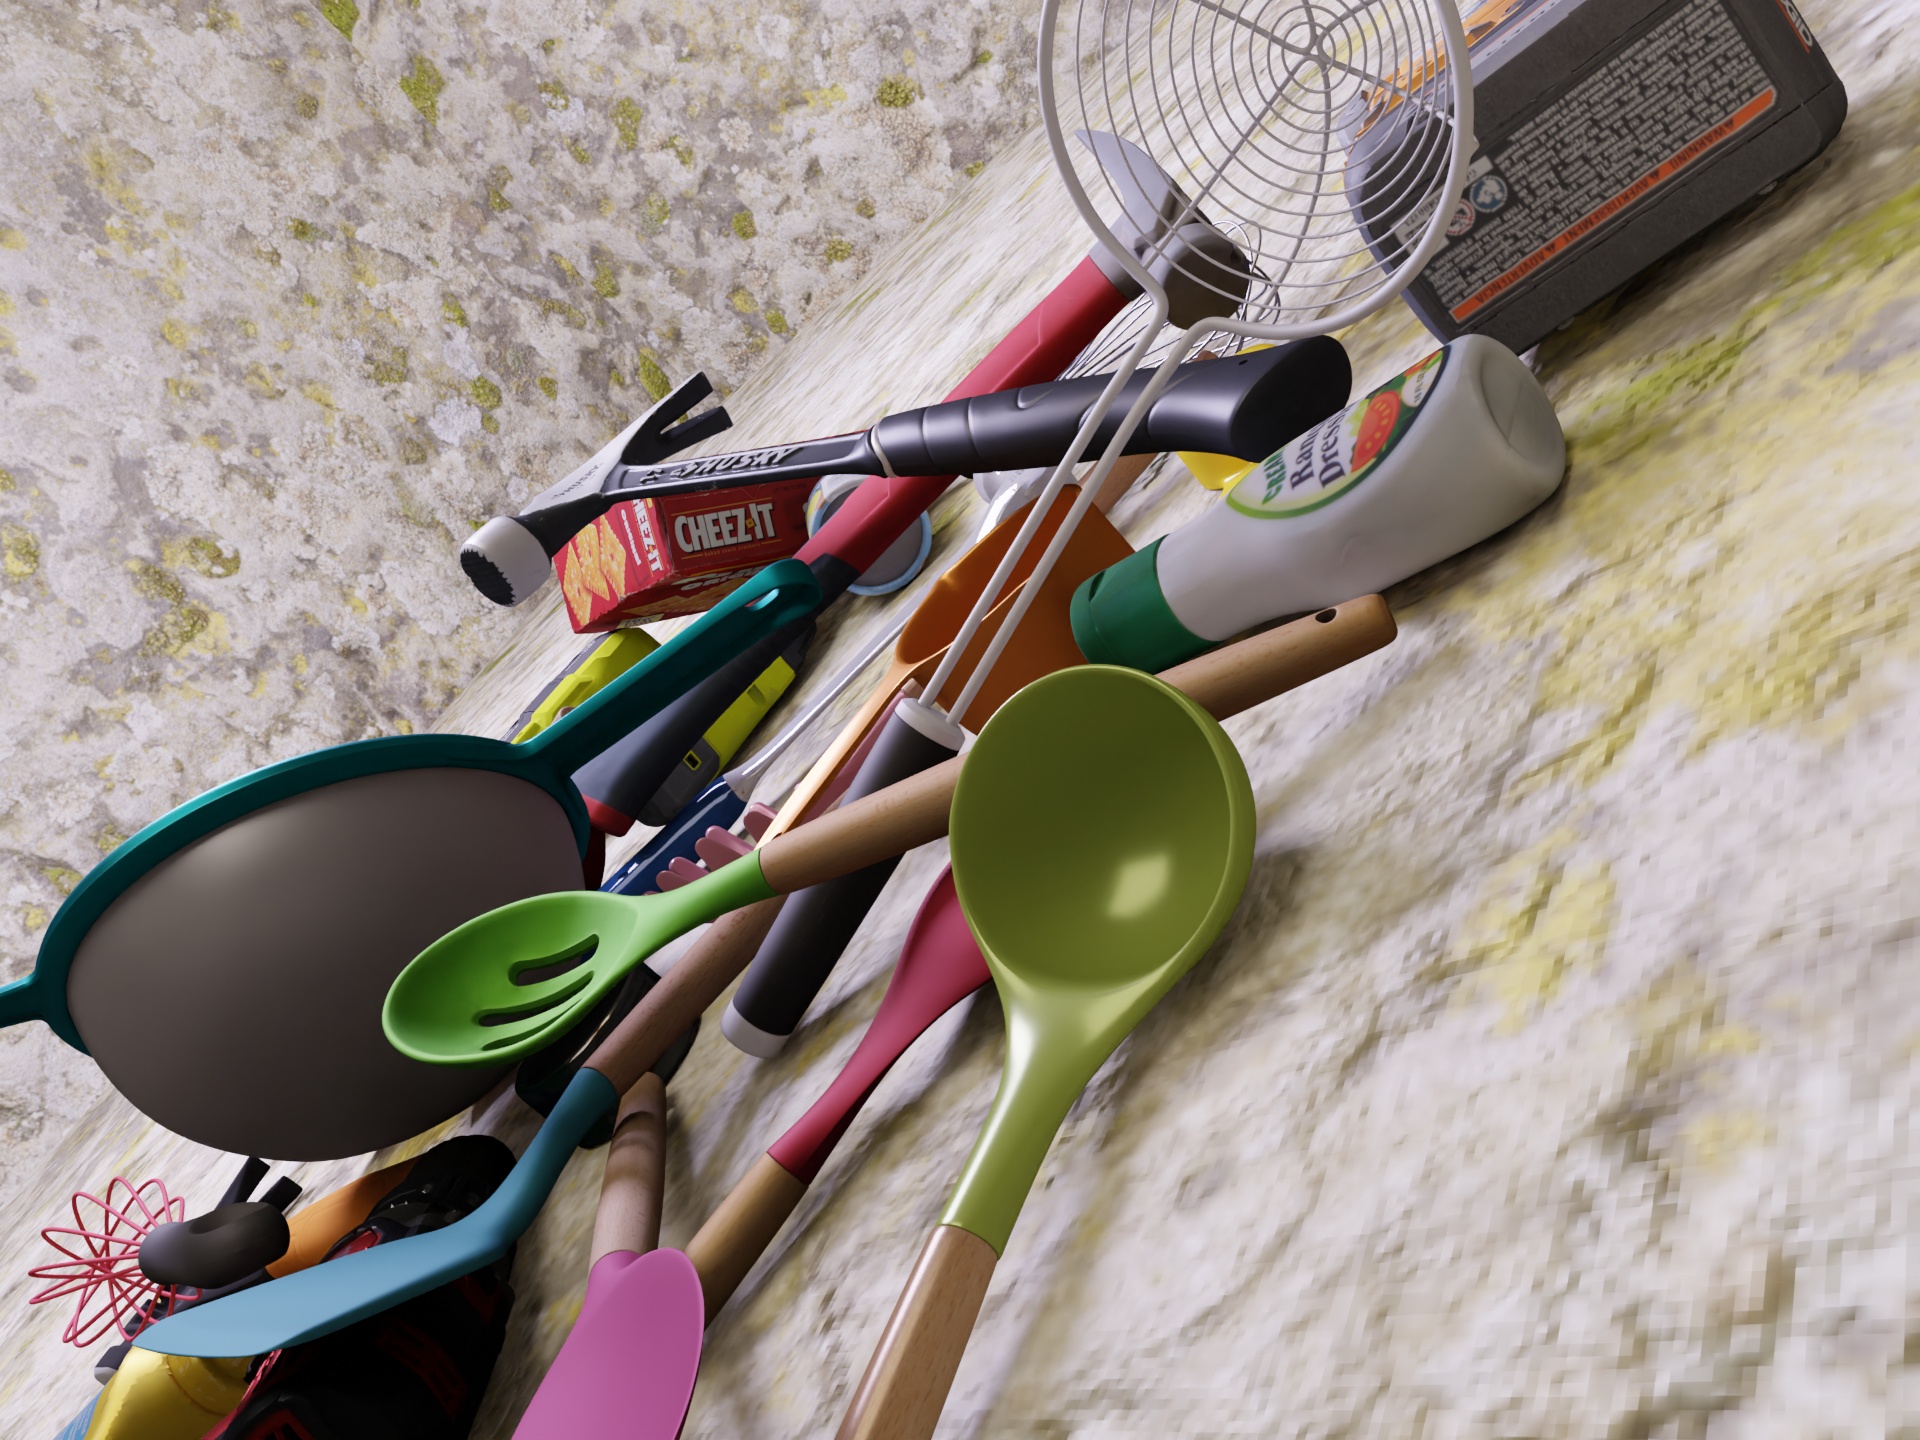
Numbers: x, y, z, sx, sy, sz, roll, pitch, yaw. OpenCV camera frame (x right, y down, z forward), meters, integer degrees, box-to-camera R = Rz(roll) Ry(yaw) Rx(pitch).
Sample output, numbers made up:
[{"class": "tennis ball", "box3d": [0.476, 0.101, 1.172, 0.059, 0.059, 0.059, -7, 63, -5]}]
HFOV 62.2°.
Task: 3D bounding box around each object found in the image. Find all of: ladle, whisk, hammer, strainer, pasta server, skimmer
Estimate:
[{"class": "ladle", "box3d": [-0.060, 0.137, 0.409, 0.315, 0.031, 0.069, -51, 16, -12]}, {"class": "whisk", "box3d": [0.062, -0.169, 0.783, 0.070, 0.070, 0.284, -53, 14, -23]}, {"class": "hammer", "box3d": [-0.290, 0.229, 0.716, 0.337, 0.034, 0.127, -29, 24, 42]}, {"class": "strainer", "box3d": [-0.176, 0.070, 0.604, 0.340, 0.095, 0.210, -35, -27, 7]}, {"class": "hammer", "box3d": [-0.047, -0.091, 0.699, 0.386, 0.038, 0.143, -43, 38, 17]}, {"class": "pasta server", "box3d": [-0.007, -0.034, 0.635, 0.316, 0.040, 0.060, -48, 4, -3]}, {"class": "skimmer", "box3d": [0.009, -0.050, 0.442, 0.363, 0.127, 0.090, -59, -20, 13]}, {"class": "whisk", "box3d": [-0.317, 0.212, 0.631, 0.296, 0.073, 0.073, -26, 26, 49]}, {"class": "hammer", "box3d": [-0.096, 0.024, 0.729, 0.405, 0.035, 0.144, -45, 17, 1]}, {"class": "hammer", "box3d": [-0.036, -0.105, 0.611, 0.409, 0.036, 0.149, 2, 41, 44]}, {"class": "ladle", "box3d": [-0.015, 0.116, 0.298, 0.078, 0.062, 0.320, -3, 44, 35]}]

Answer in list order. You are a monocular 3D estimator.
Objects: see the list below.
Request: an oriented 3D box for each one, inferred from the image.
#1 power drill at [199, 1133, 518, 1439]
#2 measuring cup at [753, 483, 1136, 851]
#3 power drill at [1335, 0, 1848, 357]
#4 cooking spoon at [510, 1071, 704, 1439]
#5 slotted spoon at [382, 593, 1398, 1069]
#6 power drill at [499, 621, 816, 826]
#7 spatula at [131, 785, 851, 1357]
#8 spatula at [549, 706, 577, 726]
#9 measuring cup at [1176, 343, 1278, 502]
[{"class": "power drill", "box3d": [-0.232, 0.233, 0.502, 0.226, 0.080, 0.188, -40, 10, 3]}, {"class": "measuring cup", "box3d": [-0.001, -0.002, 0.544, 0.173, 0.052, 0.095, -51, 18, -11]}, {"class": "power drill", "box3d": [0.208, -0.214, 0.506, 0.185, 0.084, 0.226, -34, 16, 28]}, {"class": "cooking spoon", "box3d": [-0.084, 0.132, 0.401, 0.069, 0.017, 0.319, -52, 8, -5]}, {"class": "slotted spoon", "box3d": [-0.030, 0.034, 0.440, 0.314, 0.031, 0.070, -24, 31, 19]}, {"class": "power drill", "box3d": [-0.175, -0.011, 0.936, 0.223, 0.080, 0.171, -12, 36, 55]}, {"class": "spatula", "box3d": [-0.103, 0.089, 0.503, 0.082, 0.044, 0.317, -17, 21, 41]}, {"class": "spatula", "box3d": [-0.230, 0.104, 0.730, 0.059, 0.018, 0.315, -10, -35, -46]}, {"class": "measuring cup", "box3d": [0.088, -0.086, 0.562, 0.062, 0.029, 0.157, -30, 21, 40]}]
